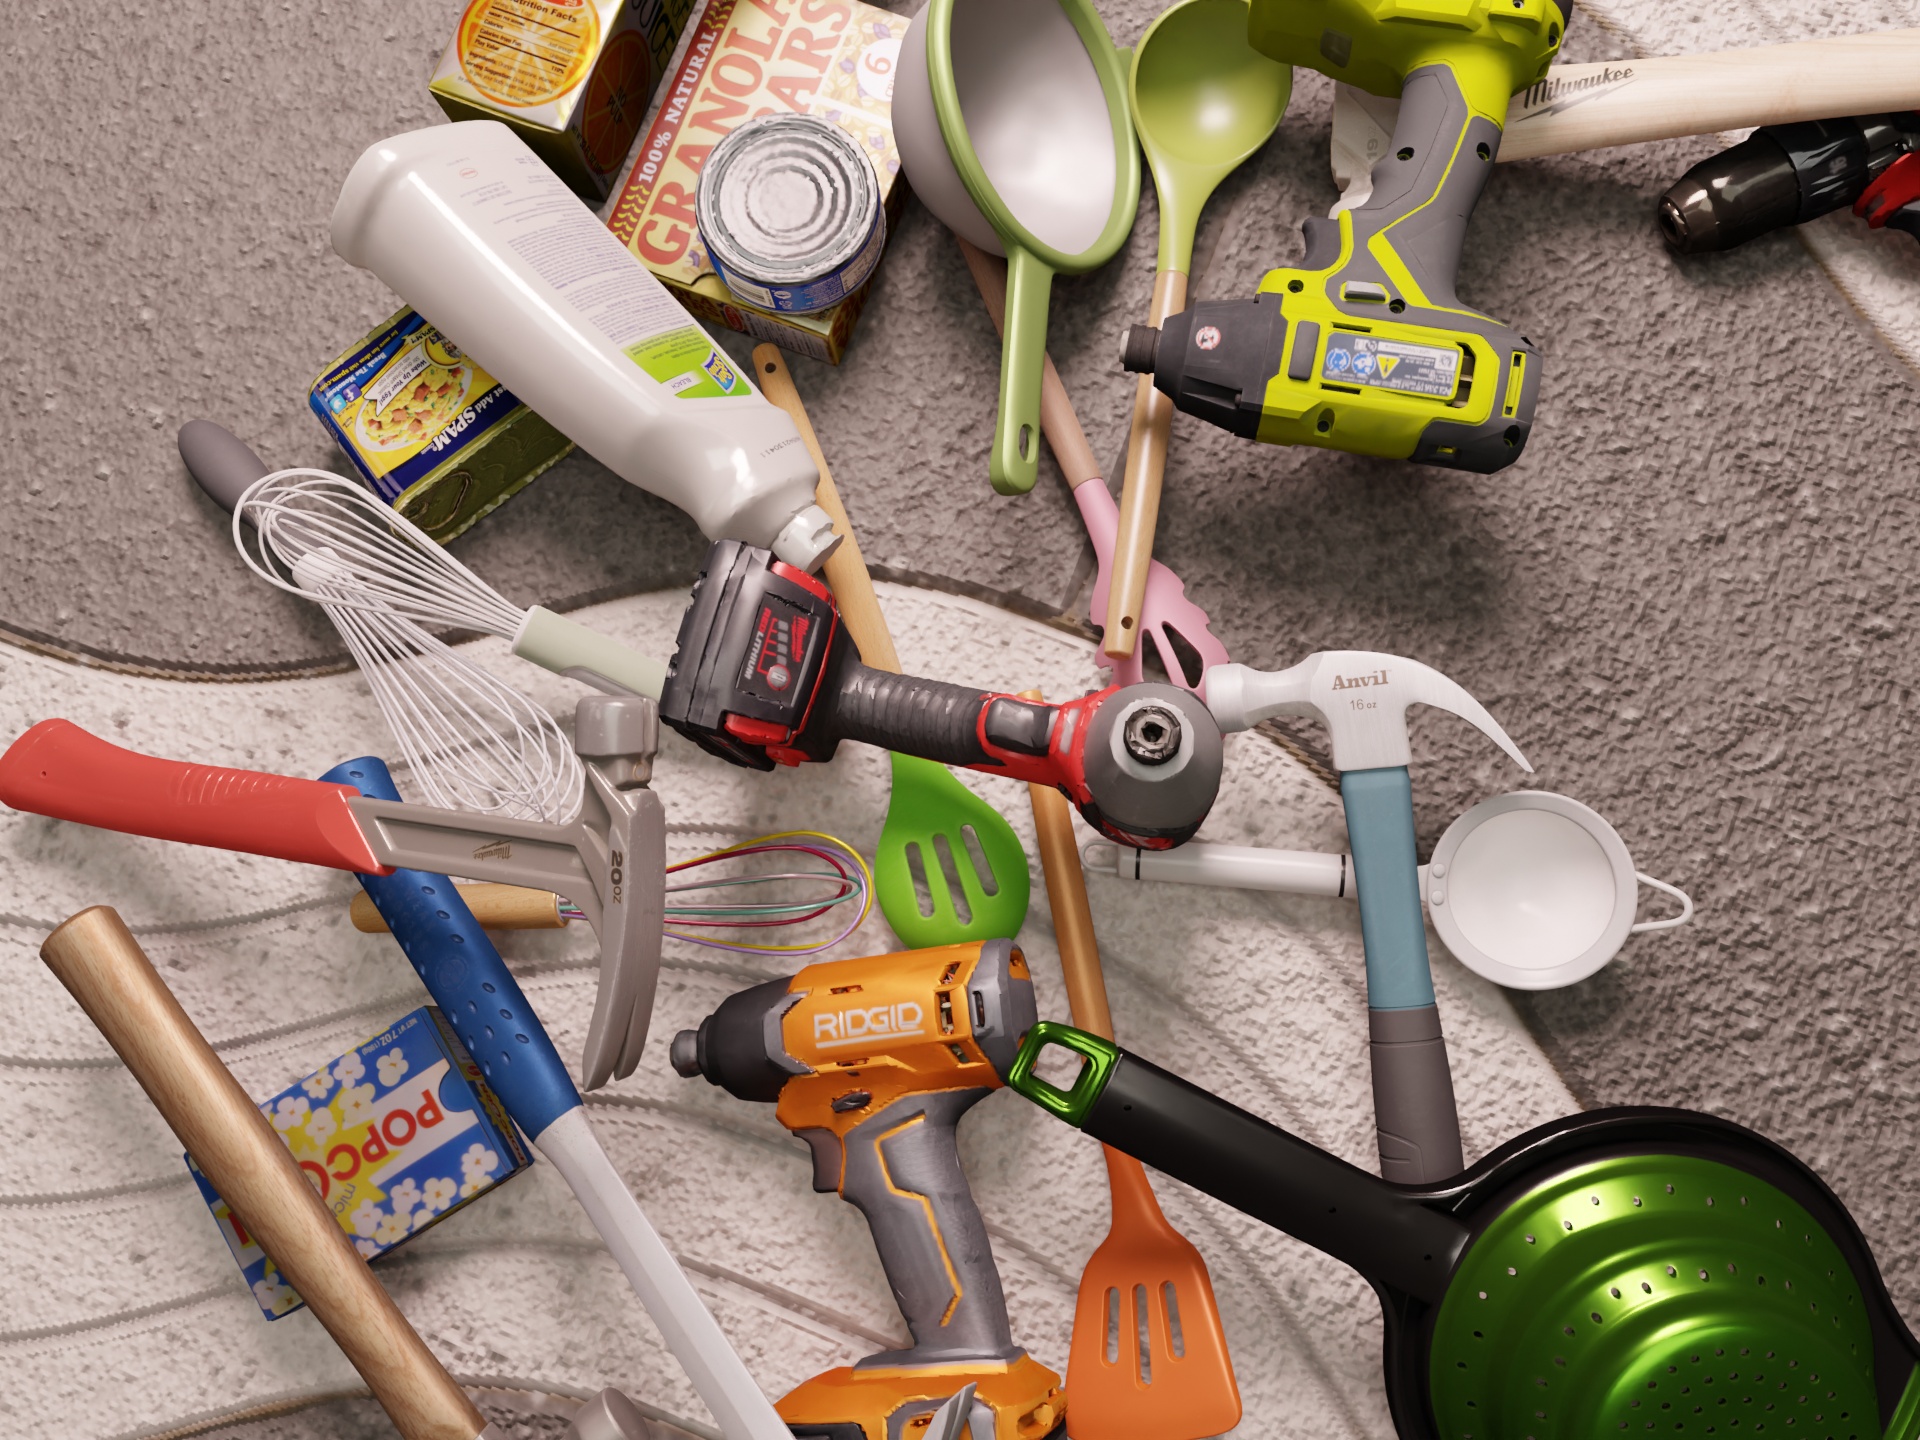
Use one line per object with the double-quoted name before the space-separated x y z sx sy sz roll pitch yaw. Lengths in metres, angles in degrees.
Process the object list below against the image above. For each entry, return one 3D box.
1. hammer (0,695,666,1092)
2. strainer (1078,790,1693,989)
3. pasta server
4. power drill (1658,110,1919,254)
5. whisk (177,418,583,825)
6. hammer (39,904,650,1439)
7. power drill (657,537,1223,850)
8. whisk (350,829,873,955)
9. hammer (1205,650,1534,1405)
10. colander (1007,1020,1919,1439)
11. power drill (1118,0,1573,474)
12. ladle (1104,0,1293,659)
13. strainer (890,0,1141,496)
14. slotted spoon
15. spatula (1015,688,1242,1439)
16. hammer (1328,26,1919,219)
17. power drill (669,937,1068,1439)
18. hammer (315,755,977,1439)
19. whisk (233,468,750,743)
"hammer" -0.280 0.052 0.676 0.359 0.036 0.149 5 92 25
"strainer" 0.181 0.068 0.705 0.258 0.050 0.087 4 94 10
"pasta server" 0.049 -0.131 0.752 0.060 0.040 0.316 -23 77 0
"power drill" 0.446 -0.197 0.713 0.188 0.080 0.227 -24 77 7
"whisk" -0.280 -0.046 0.746 0.070 0.070 0.285 -45 76 -4
"hammer" -0.283 0.217 0.673 0.130 0.031 0.331 -40 84 -3
"power drill" -0.001 -0.002 0.648 0.219 0.143 0.078 15 81 8
"whisk" -0.159 0.079 0.724 0.245 0.051 0.047 -3 115 8
"hammer" 0.186 0.134 0.671 0.128 0.033 0.331 -7 91 14
"colander" 0.200 0.223 0.603 0.397 0.094 0.204 27 94 -1
"power drill" 0.169 -0.227 0.683 0.171 0.080 0.223 11 84 8
"ladle" 0.097 -0.183 0.723 0.078 0.062 0.320 12 75 -10
"strainer" 0.013 -0.222 0.726 0.069 0.151 0.256 -5 77 40
"slotted spoon" -0.043 -0.036 0.742 0.070 0.031 0.314 -20 79 -2
"spatula" 0.057 0.143 0.697 0.081 0.041 0.323 -15 80 24
"hammer" 0.374 -0.289 0.698 0.411 0.038 0.146 2 80 20
"power drill" -0.041 0.215 0.673 0.164 0.084 0.227 -9 77 14
"hammer" -0.155 0.171 0.654 0.144 0.035 0.406 -42 70 6
"whisk" -0.204 -0.044 0.715 0.246 0.058 0.059 26 65 -12
